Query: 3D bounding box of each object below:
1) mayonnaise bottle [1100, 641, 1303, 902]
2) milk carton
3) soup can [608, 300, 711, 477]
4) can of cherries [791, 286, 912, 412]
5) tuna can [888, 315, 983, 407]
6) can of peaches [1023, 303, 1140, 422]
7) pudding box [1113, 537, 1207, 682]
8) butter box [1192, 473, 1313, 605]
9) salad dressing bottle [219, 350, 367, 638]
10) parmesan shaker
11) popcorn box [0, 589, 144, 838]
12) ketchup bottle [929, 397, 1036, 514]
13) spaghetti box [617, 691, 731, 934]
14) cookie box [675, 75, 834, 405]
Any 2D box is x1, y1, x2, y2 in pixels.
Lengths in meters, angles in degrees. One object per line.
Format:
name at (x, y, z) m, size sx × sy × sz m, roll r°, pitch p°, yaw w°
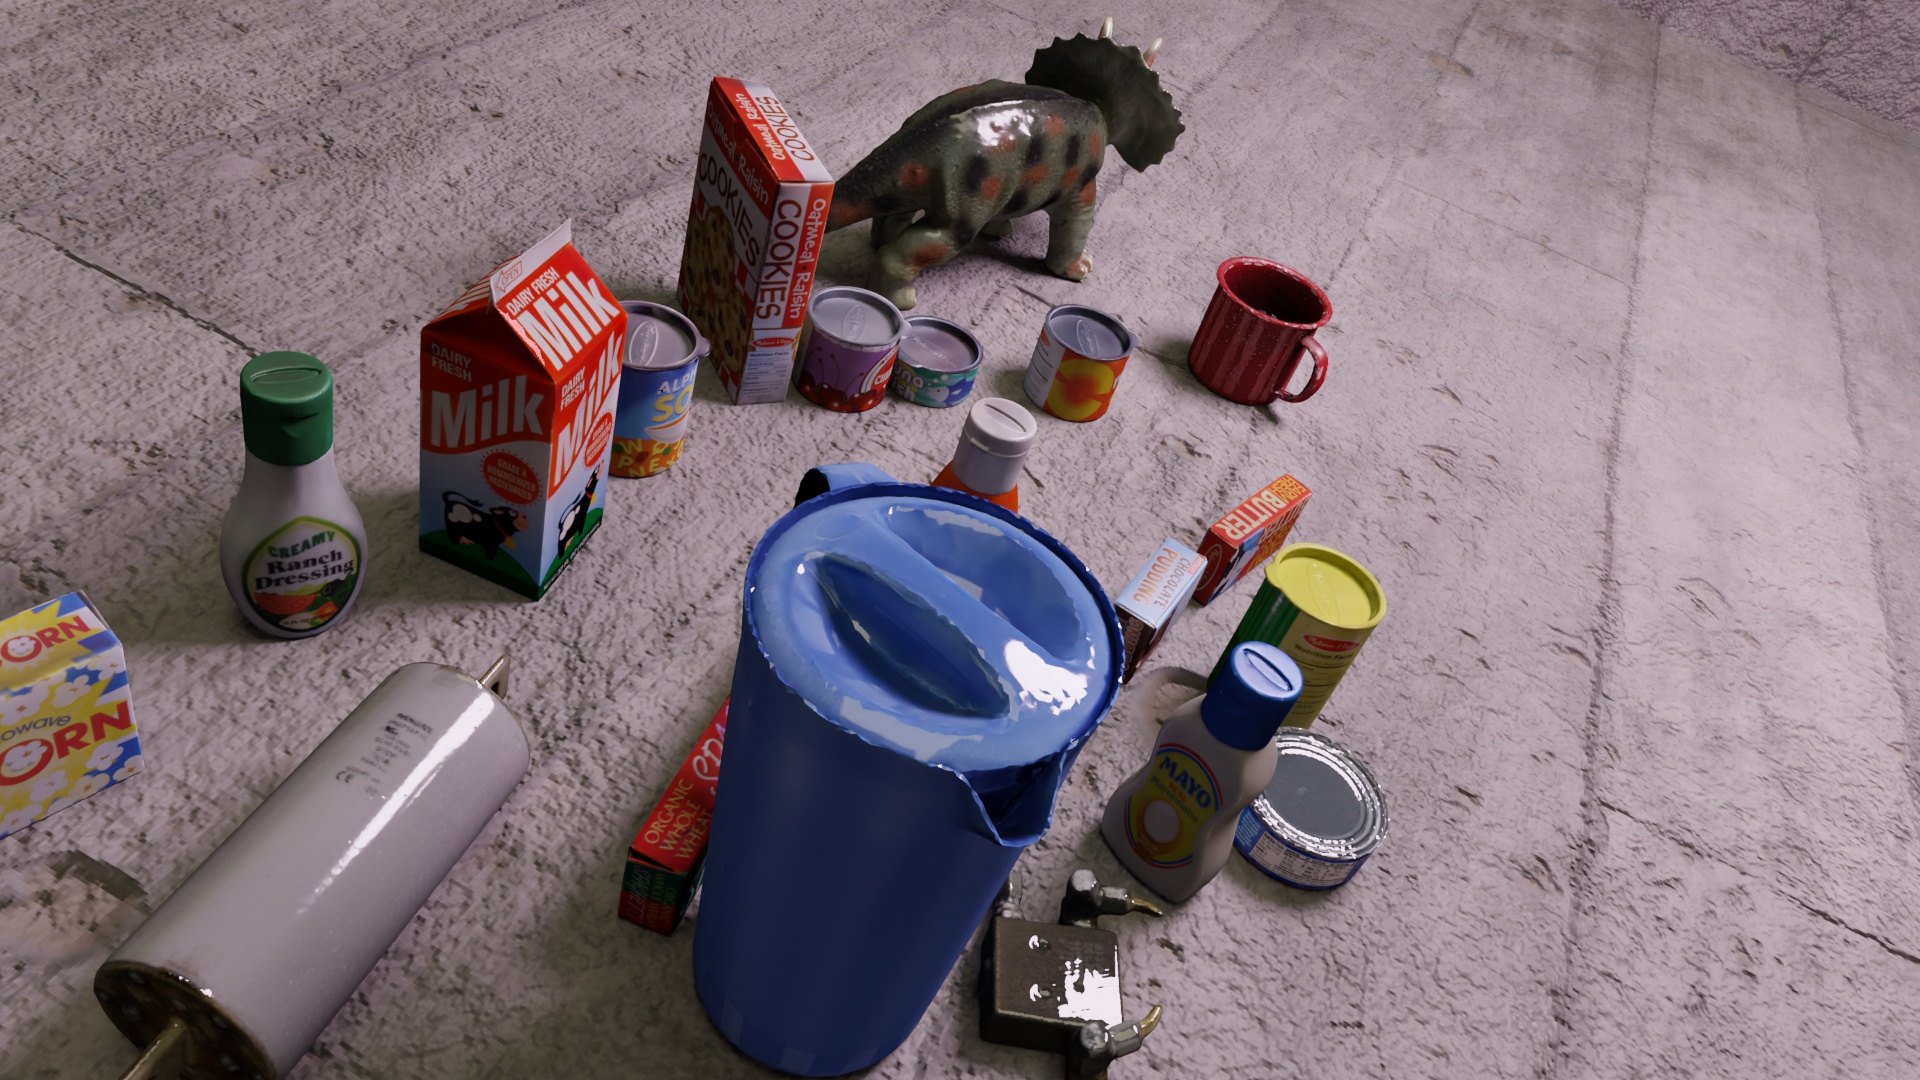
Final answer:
mayonnaise bottle at (0.119, 0.111, 0.674) m, size 0.041 × 0.147 × 0.065 m, roll -24°, pitch 57°, yaw -40°
milk carton at (-0.222, -0.068, 0.702) m, size 0.073 × 0.189 × 0.073 m, roll 23°, pitch 40°, yaw 3°
soup can at (-0.189, -0.088, 0.820) m, size 0.071 × 0.083 × 0.072 m, roll 12°, pitch 41°, yaw -10°
can of cherries at (-0.073, -0.127, 0.930) m, size 0.071 × 0.058 × 0.072 m, roll 12°, pitch 41°, yaw -10°
tuna can at (-0.021, -0.124, 0.968) m, size 0.071 × 0.032 × 0.071 m, roll 12°, pitch 41°, yaw -10°
can of peaches at (0.086, -0.126, 0.995) m, size 0.071 × 0.057 × 0.071 m, roll 12°, pitch 41°, yaw -10°
pudding box at (0.112, 0.040, 0.826) m, size 0.030 × 0.049 × 0.084 m, roll 32°, pitch 41°, yaw 14°
butter box at (0.186, -0.002, 0.900) m, size 0.024 × 0.052 × 0.104 m, roll 39°, pitch 44°, yaw 21°
salad dressing bottle at (-0.310, -0.019, 0.644) m, size 0.064 × 0.146 × 0.044 m, roll -13°, pitch 50°, yaw -33°
parmesan shaker at (0.186, 0.060, 0.793) m, size 0.071 × 0.102 × 0.072 m, roll 12°, pitch 41°, yaw -10°
popcorn box at (-0.396, 0.084, 0.543) m, size 0.038 × 0.084 × 0.127 m, roll 38°, pitch 43°, yaw 20°
ketchup bottle at (0.003, -0.010, 0.760) m, size 0.065 × 0.148 × 0.044 m, roll 35°, pitch 42°, yaw 17°
spaghetti box at (-0.098, 0.083, 0.692) m, size 0.029 × 0.049 × 0.251 m, roll 23°, pitch 40°, yaw 4°
cookie box at (-0.137, -0.191, 0.892) m, size 0.040 × 0.166 × 0.123 m, roll -8°, pitch 47°, yaw -29°
